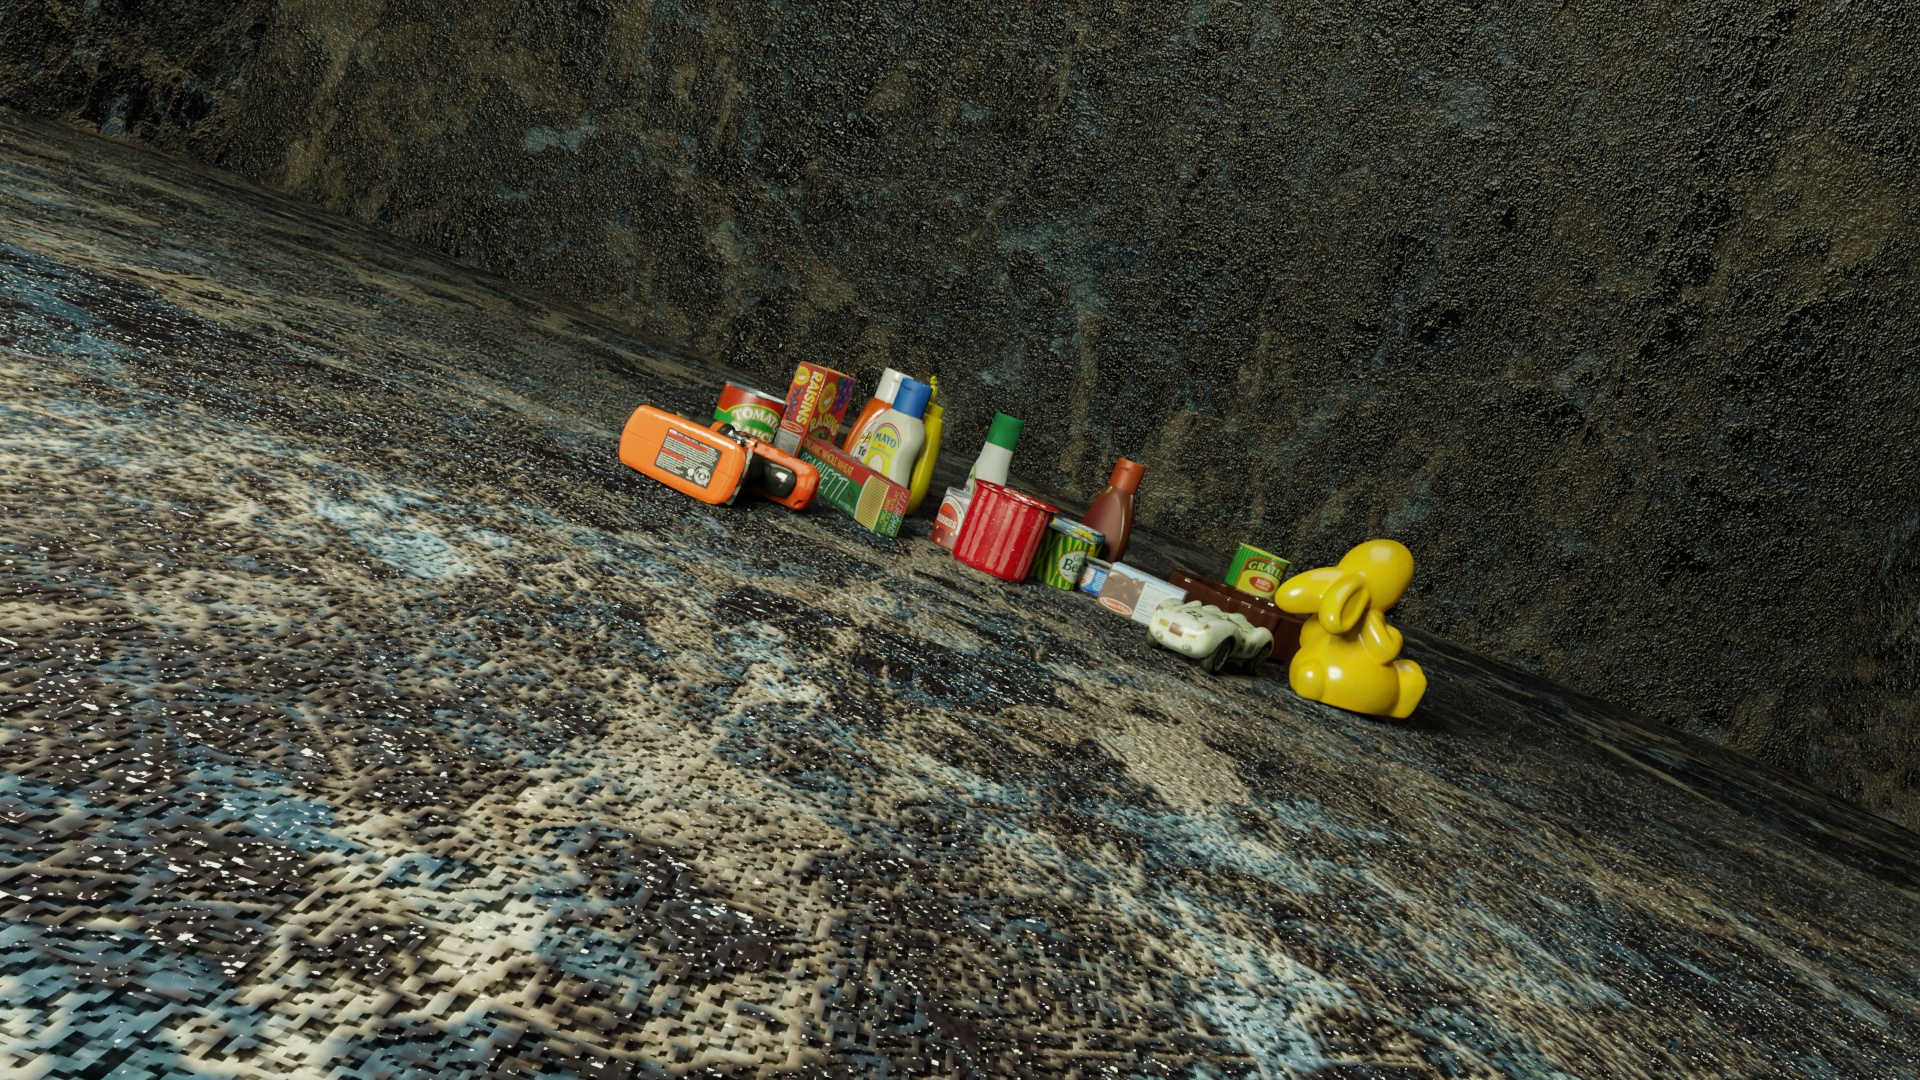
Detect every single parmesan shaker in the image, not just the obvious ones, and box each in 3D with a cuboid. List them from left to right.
[{"bbox_3d":[0.359,0.063,1.716,0.071,0.103,0.071,21,6,-2],"label":"parmesan shaker"}]

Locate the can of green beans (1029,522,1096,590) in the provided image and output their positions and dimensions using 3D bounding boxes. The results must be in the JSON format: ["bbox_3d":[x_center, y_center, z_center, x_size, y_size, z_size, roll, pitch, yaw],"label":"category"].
[{"bbox_3d":[0.100,0.015,1.484,0.071,0.057,0.071,21,6,-2],"label":"can of green beans"}]

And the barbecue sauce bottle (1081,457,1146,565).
[{"bbox_3d":[0.185,-0.028,1.716,0.065,0.148,0.044,24,6,28],"label":"barbecue sauce bottle"}]

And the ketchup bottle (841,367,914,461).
[{"bbox_3d":[-0.098,-0.129,1.640,0.065,0.148,0.043,19,6,-18],"label":"ketchup bottle"}]

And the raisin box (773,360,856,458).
[{"bbox_3d":[-0.173,-0.141,1.612,0.040,0.123,0.086,23,6,19],"label":"raisin box"}]

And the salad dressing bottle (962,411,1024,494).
[{"bbox_3d":[0.033,-0.078,1.643,0.044,0.147,0.064,20,6,-11],"label":"salad dressing bottle"}]

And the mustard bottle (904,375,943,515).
[{"bbox_3d":[-0.052,-0.109,1.574,0.065,0.160,0.049,23,6,20],"label":"mustard bottle"}]

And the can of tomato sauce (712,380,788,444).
[{"bbox_3d":[-0.217,-0.110,1.392,0.071,0.083,0.071,21,6,-2],"label":"can of tomato sauce"}]

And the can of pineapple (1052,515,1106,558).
[{"bbox_3d":[0.132,0.009,1.641,0.071,0.057,0.071,21,6,-2],"label":"can of pineapple"}]

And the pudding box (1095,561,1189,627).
[{"bbox_3d":[0.188,0.059,1.436,0.084,0.049,0.030,23,6,13],"label":"pudding box"}]

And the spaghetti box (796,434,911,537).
[{"bbox_3d":[-0.118,-0.060,1.447,0.029,0.050,0.250,18,7,-29],"label":"spaghetti box"}]

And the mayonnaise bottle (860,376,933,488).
[{"bbox_3d":[-0.073,-0.105,1.523,0.065,0.148,0.041,25,7,34],"label":"mayonnaise bottle"}]

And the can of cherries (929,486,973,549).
[{"bbox_3d":[0.005,-0.018,1.455,0.071,0.058,0.071,21,6,-2],"label":"can of cherries"}]
